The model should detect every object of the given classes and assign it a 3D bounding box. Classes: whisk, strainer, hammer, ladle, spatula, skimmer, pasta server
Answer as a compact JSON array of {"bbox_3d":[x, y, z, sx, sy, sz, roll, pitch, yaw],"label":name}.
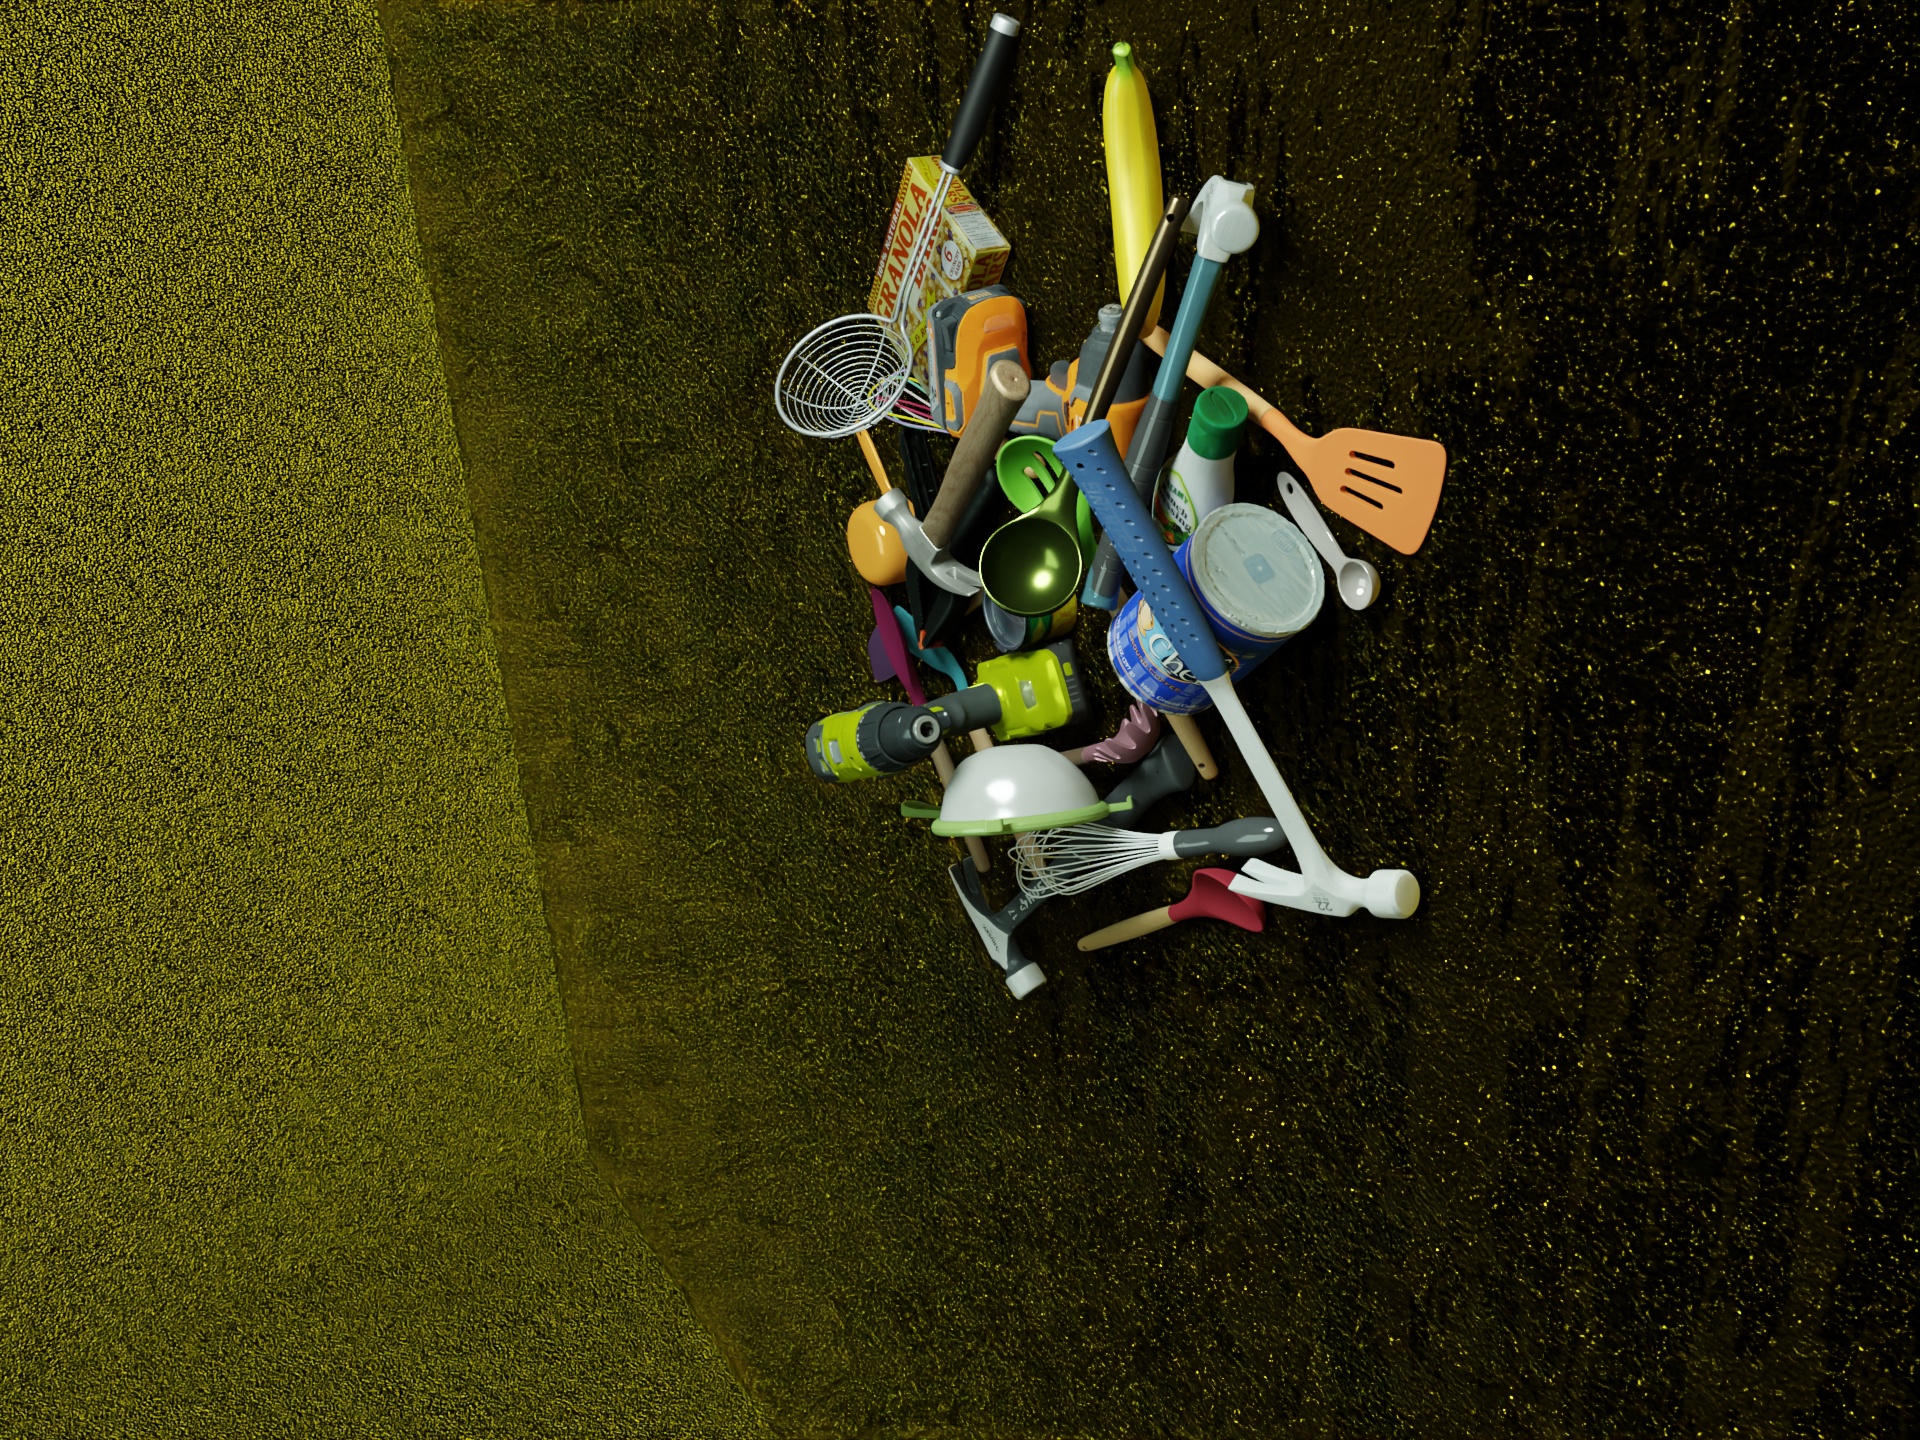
[{"bbox_3d":[-0.008,-0.266,1.444,0.245,0.047,0.051,37,128,43],"label":"whisk"},{"bbox_3d":[0.019,0.056,1.378,0.256,0.151,0.069,-2,94,57],"label":"strainer"},{"bbox_3d":[0.139,-0.216,1.111,0.128,0.033,0.330,-82,6,-55],"label":"hammer"},{"bbox_3d":[0.101,0.121,1.451,0.149,0.036,0.408,57,145,14],"label":"hammer"},{"bbox_3d":[0.094,-0.218,1.139,0.078,0.062,0.320,26,118,9],"label":"ladle"},{"bbox_3d":[0.003,-0.200,1.324,0.130,0.031,0.331,52,159,6],"label":"hammer"},{"bbox_3d":[0.174,0.173,1.379,0.069,0.031,0.315,47,153,-4],"label":"ladle"},{"bbox_3d":[0.150,0.107,1.307,0.284,0.070,0.070,-11,96,45],"label":"whisk"},{"bbox_3d":[0.172,-0.022,1.090,0.144,0.035,0.405,-4,125,50],"label":"hammer"},{"bbox_3d":[0.208,-0.222,1.109,0.323,0.041,0.081,50,145,43],"label":"spatula"},{"bbox_3d":[0.013,0.030,1.570,0.318,0.044,0.082,65,163,10],"label":"spatula"},{"bbox_3d":[-0.051,-0.399,1.303,0.127,0.090,0.363,48,127,33],"label":"skimmer"},{"bbox_3d":[0.097,0.028,1.402,0.040,0.060,0.316,43,161,-10],"label":"pasta server"},{"bbox_3d":[-0.033,-0.096,1.609,0.316,0.018,0.060,-23,78,62],"label":"spatula"}]

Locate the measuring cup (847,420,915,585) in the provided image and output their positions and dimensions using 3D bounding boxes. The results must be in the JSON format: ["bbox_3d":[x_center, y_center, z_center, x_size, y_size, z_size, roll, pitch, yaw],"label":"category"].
[{"bbox_3d":[-0.092,-0.219,1.608,0.095,0.052,0.173,-29,81,61],"label":"measuring cup"}]

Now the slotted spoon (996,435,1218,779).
[{"bbox_3d":[0.123,-0.086,1.241,0.070,0.031,0.313,-21,106,37],"label":"slotted spoon"}]

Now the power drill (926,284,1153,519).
[{"bbox_3d":[0.067,-0.272,1.264,0.227,0.084,0.164,37,141,42],"label":"power drill"}]

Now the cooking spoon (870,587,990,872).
[{"bbox_3d":[-0.029,0.013,1.602,0.069,0.017,0.318,26,139,67],"label":"cooking spoon"}]

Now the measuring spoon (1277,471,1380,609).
[{"bbox_3d":[0.254,-0.127,1.092,0.124,0.018,0.034,63,153,30],"label":"measuring spoon"}]

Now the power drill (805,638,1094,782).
[{"bbox_3d":[-0.002,-0.004,1.381,0.190,0.228,0.080,-13,94,62],"label":"power drill"}]
